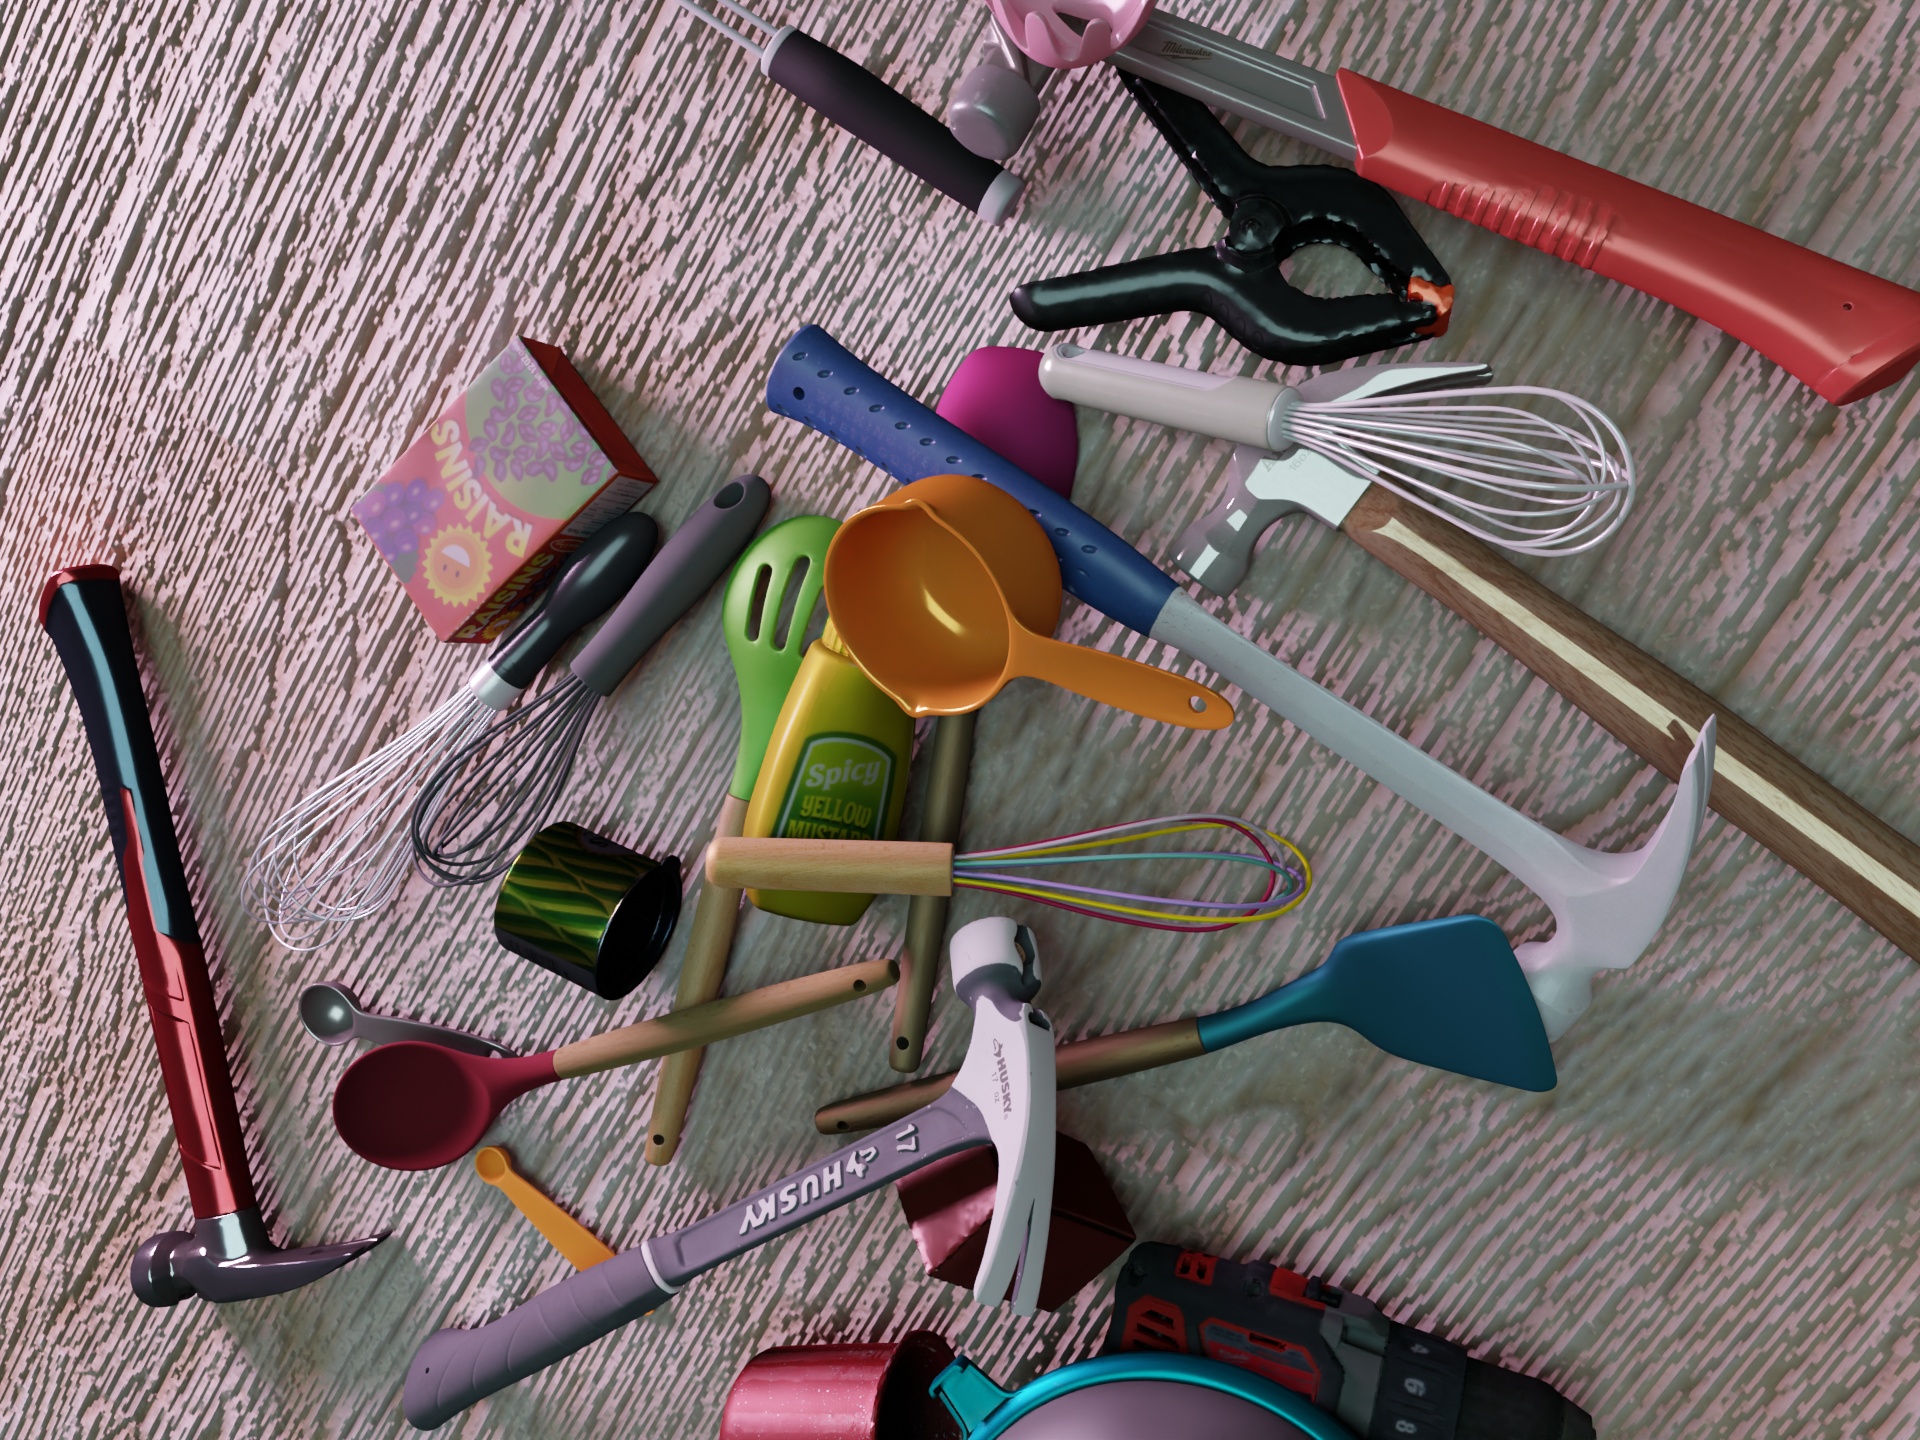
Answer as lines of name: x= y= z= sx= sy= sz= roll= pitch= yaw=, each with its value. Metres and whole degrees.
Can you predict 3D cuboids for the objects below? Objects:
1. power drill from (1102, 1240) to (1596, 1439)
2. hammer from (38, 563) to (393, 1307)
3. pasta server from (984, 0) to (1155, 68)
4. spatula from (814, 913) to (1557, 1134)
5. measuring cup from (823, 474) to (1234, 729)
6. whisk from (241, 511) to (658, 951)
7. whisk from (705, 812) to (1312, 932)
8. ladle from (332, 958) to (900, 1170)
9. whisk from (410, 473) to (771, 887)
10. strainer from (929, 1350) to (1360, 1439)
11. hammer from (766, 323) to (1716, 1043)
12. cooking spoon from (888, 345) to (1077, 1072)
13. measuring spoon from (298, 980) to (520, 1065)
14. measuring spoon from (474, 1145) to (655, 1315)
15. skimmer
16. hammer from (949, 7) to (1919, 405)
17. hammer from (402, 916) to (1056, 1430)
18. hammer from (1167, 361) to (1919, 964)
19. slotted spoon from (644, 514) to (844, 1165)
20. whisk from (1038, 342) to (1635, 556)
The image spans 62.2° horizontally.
power drill: x=0.136 y=0.337 z=0.634 sx=0.188 sy=0.080 sz=0.226 roll=12 pitch=94 yaw=18
hammer: x=-0.400 y=0.105 z=0.824 sx=0.143 sy=0.038 sz=0.386 roll=-14 pitch=88 yaw=18
pasta server: x=-0.024 y=-0.347 z=0.627 sx=0.060 sy=0.040 sz=0.316 roll=-31 pitch=63 yaw=-10
spatula: x=0.075 y=0.141 z=0.658 sx=0.317 sy=0.044 sz=0.082 roll=-18 pitch=111 yaw=21
measuring cup: x=0.032 y=-0.038 z=0.603 sx=0.174 sy=0.052 sz=0.095 roll=20 pitch=128 yaw=24
whisk: x=-0.241 y=0.006 z=0.757 sx=0.284 sy=0.070 sz=0.070 roll=-44 pitch=79 yaw=12
whisk: x=0.019 y=0.060 z=0.648 sx=0.245 sy=0.051 sz=0.047 roll=1 pitch=72 yaw=4
ladle: x=-0.164 y=0.152 z=0.733 sx=0.315 sy=0.031 sz=0.069 roll=-19 pitch=105 yaw=24
whisk: x=-0.166 y=-0.018 z=0.721 sx=0.055 sy=0.055 sz=0.239 roll=42 pitch=94 yaw=12
strainer: x=0.131 y=0.345 z=0.547 sx=0.340 sy=0.095 sz=0.211 roll=-1 pitch=87 yaw=19
hammer: x=0.091 y=-0.041 z=0.617 sx=0.406 sy=0.035 sz=0.144 roll=35 pitch=132 yaw=15
cooking spoon: x=-0.001 y=-0.002 z=0.690 sx=0.069 sy=0.017 sz=0.319 roll=10 pitch=95 yaw=18
measuring spoon: x=-0.274 y=0.155 z=0.798 sx=0.124 sy=0.018 sz=0.034 roll=12 pitch=108 yaw=11
measuring spoon: x=-0.191 y=0.248 z=0.775 sx=0.117 sy=0.011 sz=0.021 roll=38 pitch=110 yaw=10
skimmer: x=-0.122 y=-0.324 z=0.710 sx=0.363 sy=0.090 sz=0.127 roll=35 pitch=100 yaw=4
hammer: x=0.183 y=-0.216 z=0.590 sx=0.359 sy=0.036 sz=0.149 roll=27 pitch=79 yaw=13
hammer: x=-0.116 y=0.236 z=0.690 sx=0.409 sy=0.036 sz=0.149 roll=-34 pitch=43 yaw=28
hammer: x=0.245 y=-0.018 z=0.598 sx=0.331 sy=0.031 sz=0.130 roll=39 pitch=105 yaw=13
slotted spoon: x=-0.102 y=0.060 z=0.725 sx=0.070 sy=0.031 sz=0.313 roll=17 pitch=100 yaw=9
whisk: x=0.128 y=-0.111 z=0.591 sx=0.246 sy=0.058 sz=0.059 roll=22 pitch=128 yaw=36
